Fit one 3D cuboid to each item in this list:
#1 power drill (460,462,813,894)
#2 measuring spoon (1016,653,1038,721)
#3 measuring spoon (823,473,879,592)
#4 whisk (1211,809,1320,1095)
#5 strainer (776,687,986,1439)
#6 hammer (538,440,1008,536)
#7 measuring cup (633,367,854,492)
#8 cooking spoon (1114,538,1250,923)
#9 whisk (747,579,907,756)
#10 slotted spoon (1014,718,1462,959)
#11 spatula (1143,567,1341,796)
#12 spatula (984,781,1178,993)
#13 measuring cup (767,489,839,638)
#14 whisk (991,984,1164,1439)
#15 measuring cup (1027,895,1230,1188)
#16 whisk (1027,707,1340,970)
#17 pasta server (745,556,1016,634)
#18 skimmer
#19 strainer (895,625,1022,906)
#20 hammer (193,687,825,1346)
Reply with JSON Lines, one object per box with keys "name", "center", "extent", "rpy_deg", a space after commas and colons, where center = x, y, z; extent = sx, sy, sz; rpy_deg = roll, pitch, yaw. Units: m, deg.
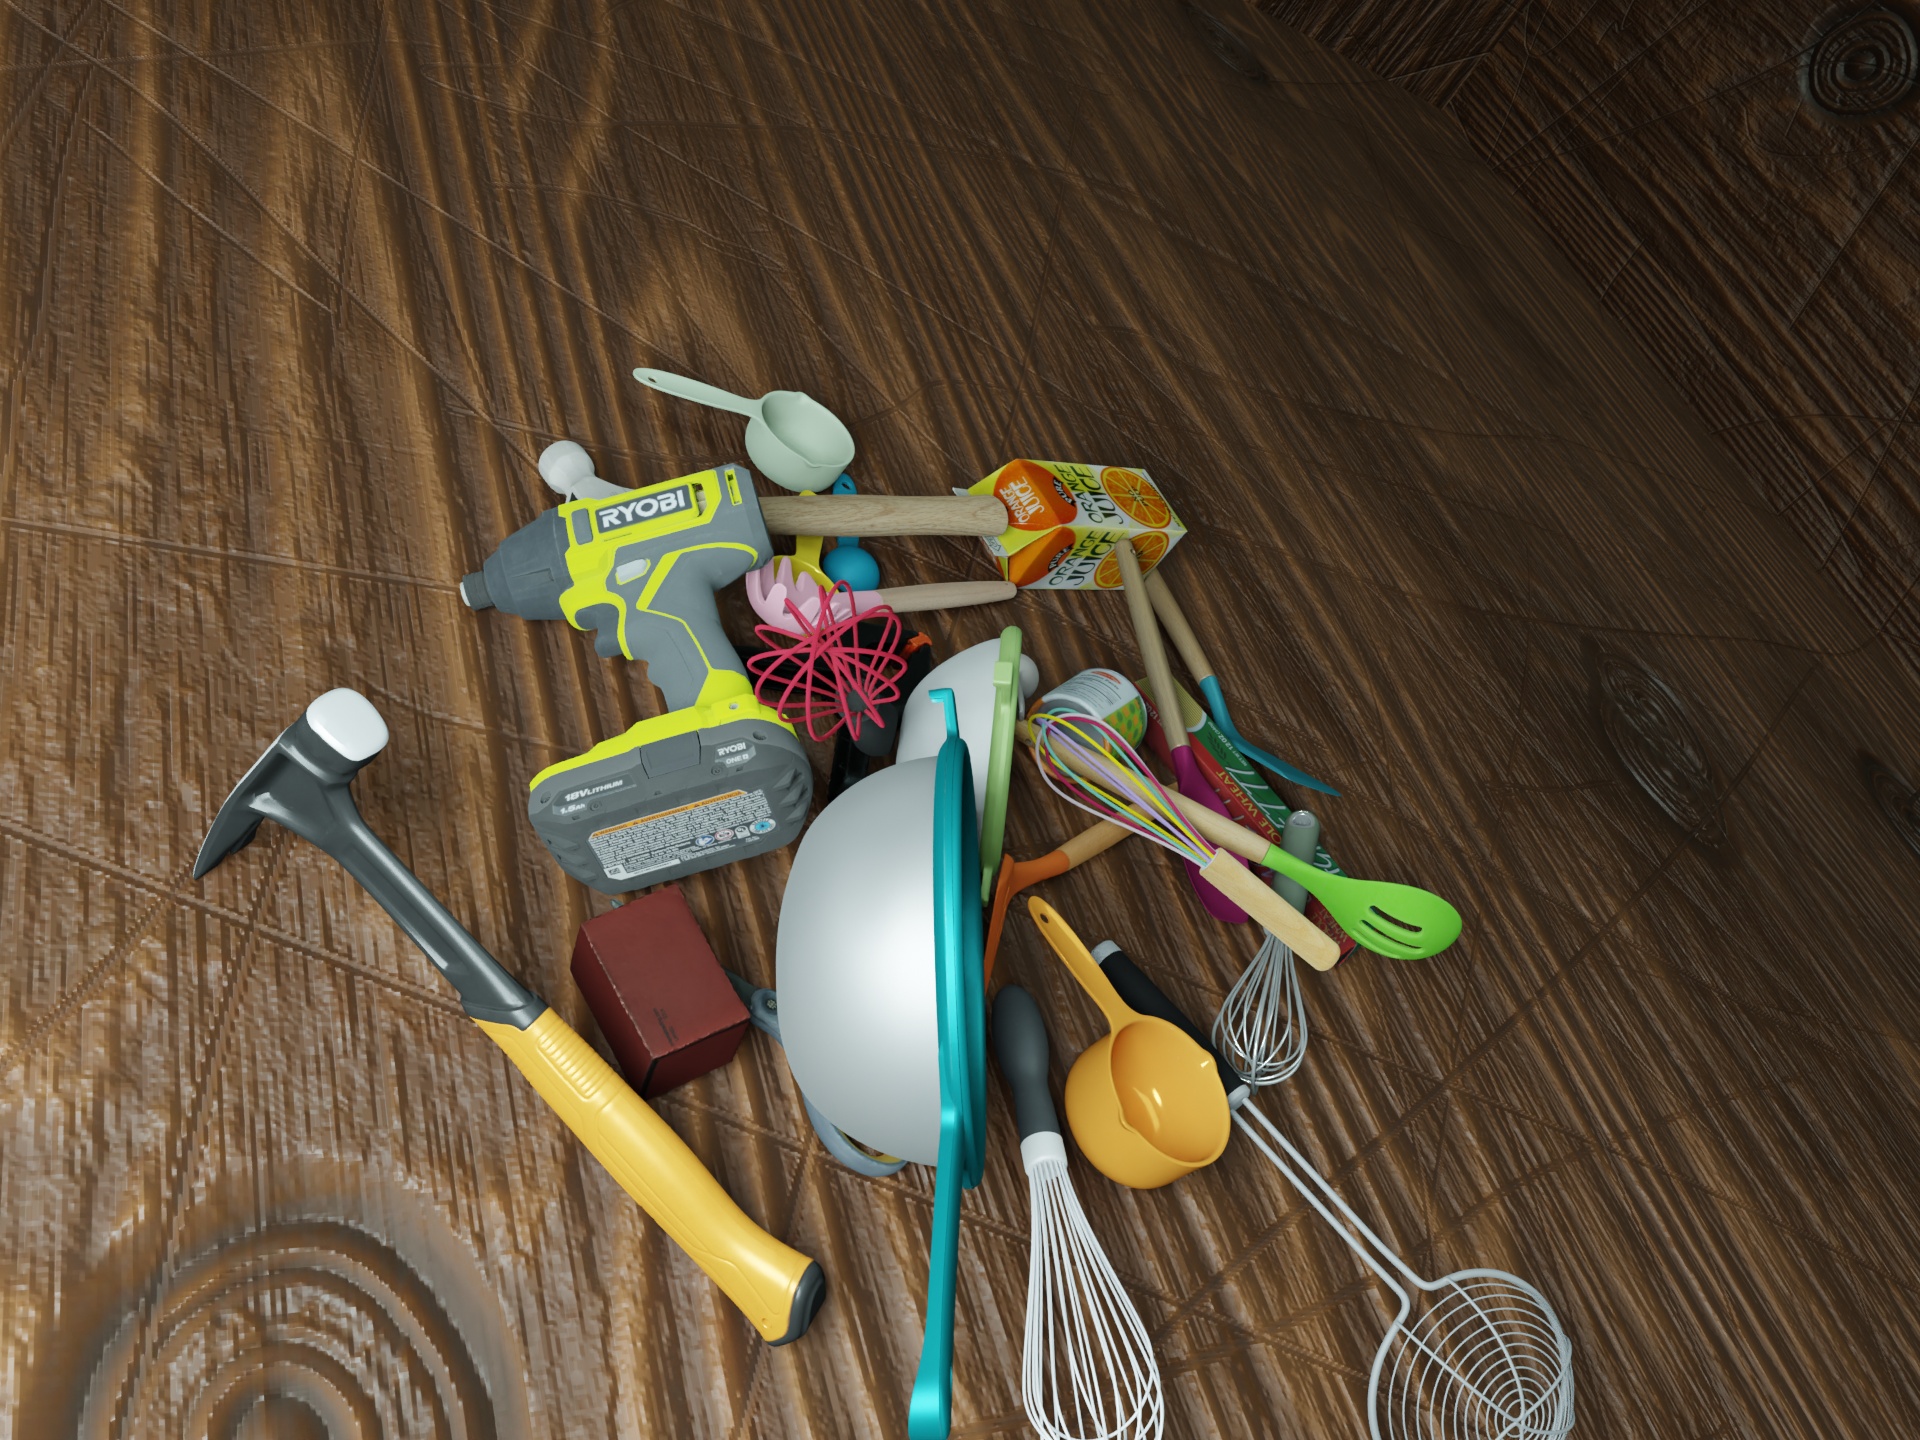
{"name": "power drill", "center": [-0.172, -0.028, 0.842], "extent": [0.171, 0.080, 0.223], "rpy_deg": [-16, 55, -3]}
{"name": "measuring spoon", "center": [0.045, -0.020, 1.064], "extent": [0.018, 0.034, 0.124], "rpy_deg": [-2, 14, 2]}
{"name": "measuring spoon", "center": [-0.076, -0.139, 1.126], "extent": [0.042, 0.021, 0.129], "rpy_deg": [19, 42, -26]}
{"name": "whisk", "center": [0.210, 0.143, 1.044], "extent": [0.058, 0.059, 0.246], "rpy_deg": [6, 39, 17]}
{"name": "strainer", "center": [-0.041, 0.154, 0.707], "extent": [0.095, 0.210, 0.341], "rpy_deg": [-1, 38, 4]}
{"name": "hammer", "center": [-0.100, -0.134, 1.048], "extent": [0.331, 0.031, 0.130], "rpy_deg": [-6, 41, -39]}
{"name": "measuring cup", "center": [-0.156, -0.206, 1.117], "extent": [0.167, 0.038, 0.083], "rpy_deg": [14, 43, -28]}
{"name": "cooking spoon", "center": [0.152, 0.000, 1.141], "extent": [0.068, 0.017, 0.319], "rpy_deg": [14, 52, -37]}
{"name": "whisk", "center": [-0.055, -0.013, 0.803], "extent": [0.073, 0.073, 0.295], "rpy_deg": [46, -4, 8]}
{"name": "slotted spoon", "center": [0.173, 0.075, 1.026], "extent": [0.314, 0.070, 0.031], "rpy_deg": [27, 50, 8]}
{"name": "spatula", "center": [0.195, -0.057, 1.264], "extent": [0.082, 0.044, 0.318], "rpy_deg": [16, 40, -45]}
{"name": "spatula", "center": [0.082, 0.086, 1.010], "extent": [0.041, 0.081, 0.322], "rpy_deg": [20, 23, 27]}
{"name": "measuring cup", "center": [-0.109, -0.107, 1.066], "extent": [0.062, 0.029, 0.157], "rpy_deg": [26, 31, -20]}
{"name": "whisk", "center": [0.047, 0.249, 0.805], "extent": [0.070, 0.070, 0.285], "rpy_deg": [19, 35, -26]}
{"name": "measuring cup", "center": [0.077, 0.181, 0.892], "extent": [0.095, 0.052, 0.174], "rpy_deg": [-19, 69, -50]}
{"name": "whisk", "center": [0.139, 0.074, 1.002], "extent": [0.245, 0.047, 0.051], "rpy_deg": [39, 34, -1]}
{"name": "pasta server", "center": [-0.039, -0.086, 1.052], "extent": [0.060, 0.040, 0.316], "rpy_deg": [40, 24, 21]}
{"name": "skimmer", "center": [0.196, 0.275, 0.914], "extent": [0.127, 0.090, 0.364], "rpy_deg": [-35, 61, -16]}
{"name": "strainer", "center": [-0.002, -0.003, 1.003], "extent": [0.069, 0.151, 0.256], "rpy_deg": [5, 21, -1]}
{"name": "hammer", "center": [-0.185, 0.144, 0.687], "extent": [0.337, 0.127, 0.034], "rpy_deg": [48, 34, -5]}
